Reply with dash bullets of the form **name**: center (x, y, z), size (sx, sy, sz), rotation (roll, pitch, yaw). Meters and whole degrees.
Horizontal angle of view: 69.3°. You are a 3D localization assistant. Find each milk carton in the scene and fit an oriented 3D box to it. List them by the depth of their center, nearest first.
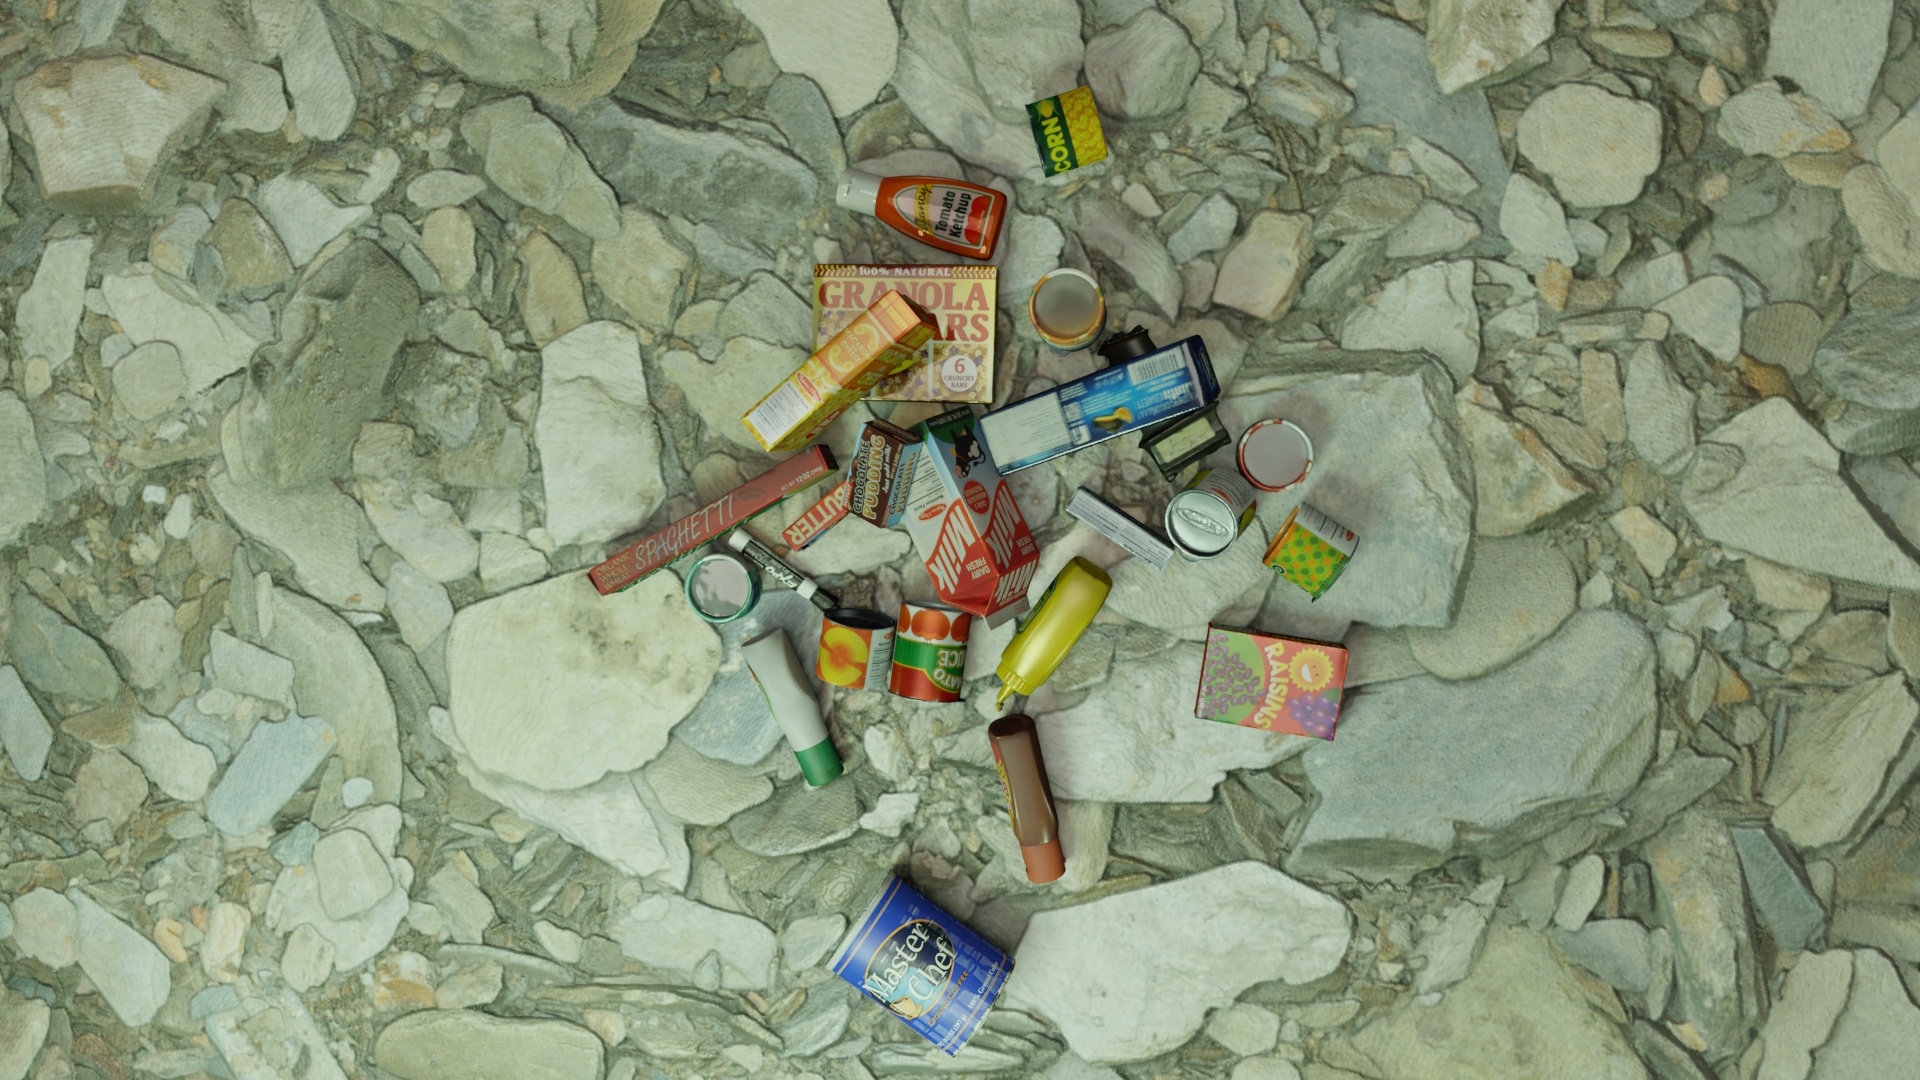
- **milk carton**: center (0.004, -0.015, 1.233), size (0.073, 0.072, 0.190), rotation (-26, 89, 38)

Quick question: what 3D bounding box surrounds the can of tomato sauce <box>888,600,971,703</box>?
- **can of tomato sauce**: center (-0.025, 0.100, 1.257), size (0.071, 0.071, 0.083), rotation (8, 93, 6)

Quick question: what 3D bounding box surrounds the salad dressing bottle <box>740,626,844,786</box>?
- **salad dressing bottle**: center (-0.153, 0.154, 1.280), size (0.044, 0.064, 0.147), rotation (-24, 97, -2)

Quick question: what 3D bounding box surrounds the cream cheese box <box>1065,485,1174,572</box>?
- **cream cheese box**: center (0.143, -0.012, 1.239), size (0.104, 0.053, 0.024), rotation (33, 98, 4)

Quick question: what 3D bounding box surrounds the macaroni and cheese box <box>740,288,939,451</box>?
- **macaroni and cheese box**: center (-0.100, -0.144, 1.186), size (0.166, 0.124, 0.040), rotation (-40, 90, 8)

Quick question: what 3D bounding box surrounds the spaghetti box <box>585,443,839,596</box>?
- **spaghetti box**: center (-0.228, -0.018, 1.284), size (0.250, 0.050, 0.028), rotation (-29, 88, 7)

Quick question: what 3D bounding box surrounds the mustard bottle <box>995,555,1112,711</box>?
- **mustard bottle**: center (0.075, 0.089, 1.247), size (0.049, 0.065, 0.160), rotation (35, 100, 0)

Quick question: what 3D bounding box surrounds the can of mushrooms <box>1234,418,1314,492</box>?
- **can of mushrooms**: center (0.276, -0.074, 1.230), size (0.071, 0.033, 0.071), rotation (0, 93, 6)

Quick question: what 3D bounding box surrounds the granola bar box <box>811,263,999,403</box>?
- **granola bar box**: center (-0.049, -0.187, 1.260), size (0.165, 0.039, 0.124), rotation (2, 94, 7)

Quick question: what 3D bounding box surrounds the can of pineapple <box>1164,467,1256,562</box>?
- **can of pineapple**: center (0.218, -0.023, 1.216), size (0.071, 0.058, 0.070), rotation (13, 119, 26)

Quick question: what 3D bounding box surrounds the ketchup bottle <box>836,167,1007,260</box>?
- **ketchup bottle**: center (-0.036, -0.300, 1.251), size (0.149, 0.043, 0.064), rotation (16, 95, 6)

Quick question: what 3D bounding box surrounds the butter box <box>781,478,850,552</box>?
- **butter box**: center (-0.114, -0.031, 1.268), size (0.103, 0.053, 0.024), rotation (-39, 90, 7)

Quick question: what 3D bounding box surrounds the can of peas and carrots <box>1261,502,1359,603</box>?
- **can of peas and carrots**: center (0.304, 0.010, 1.215), size (0.059, 0.071, 0.071), rotation (34, 96, 5)

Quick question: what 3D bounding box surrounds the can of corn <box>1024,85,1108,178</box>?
- **can of corn**: center (0.093, -0.358, 1.220), size (0.058, 0.071, 0.071), rotation (-16, 91, 7)

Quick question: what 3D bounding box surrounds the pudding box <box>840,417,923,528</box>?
- **pudding box**: center (-0.069, -0.059, 1.203), size (0.050, 0.030, 0.083), rotation (29, 115, 26)

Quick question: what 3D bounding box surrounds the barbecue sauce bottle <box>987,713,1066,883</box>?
- **barbecue sauce bottle**: center (0.062, 0.235, 1.258), size (0.044, 0.065, 0.148), rotation (-14, 100, -1)

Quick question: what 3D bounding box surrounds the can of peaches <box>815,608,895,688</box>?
- **can of peaches**: center (-0.098, 0.097, 1.264), size (0.071, 0.071, 0.058), rotation (9, 101, 6)

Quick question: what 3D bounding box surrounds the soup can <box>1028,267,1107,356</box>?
- **soup can**: center (0.094, -0.199, 1.220), size (0.071, 0.084, 0.071), rotation (0, 94, 7)

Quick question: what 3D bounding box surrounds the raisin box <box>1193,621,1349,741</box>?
- **raisin box**: center (0.276, 0.126, 1.237), size (0.123, 0.040, 0.086), rotation (9, 93, 8)

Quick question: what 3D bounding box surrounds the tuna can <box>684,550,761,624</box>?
- **tuna can**: center (-0.222, 0.046, 1.295), size (0.071, 0.033, 0.071), rotation (0, 92, 7)
